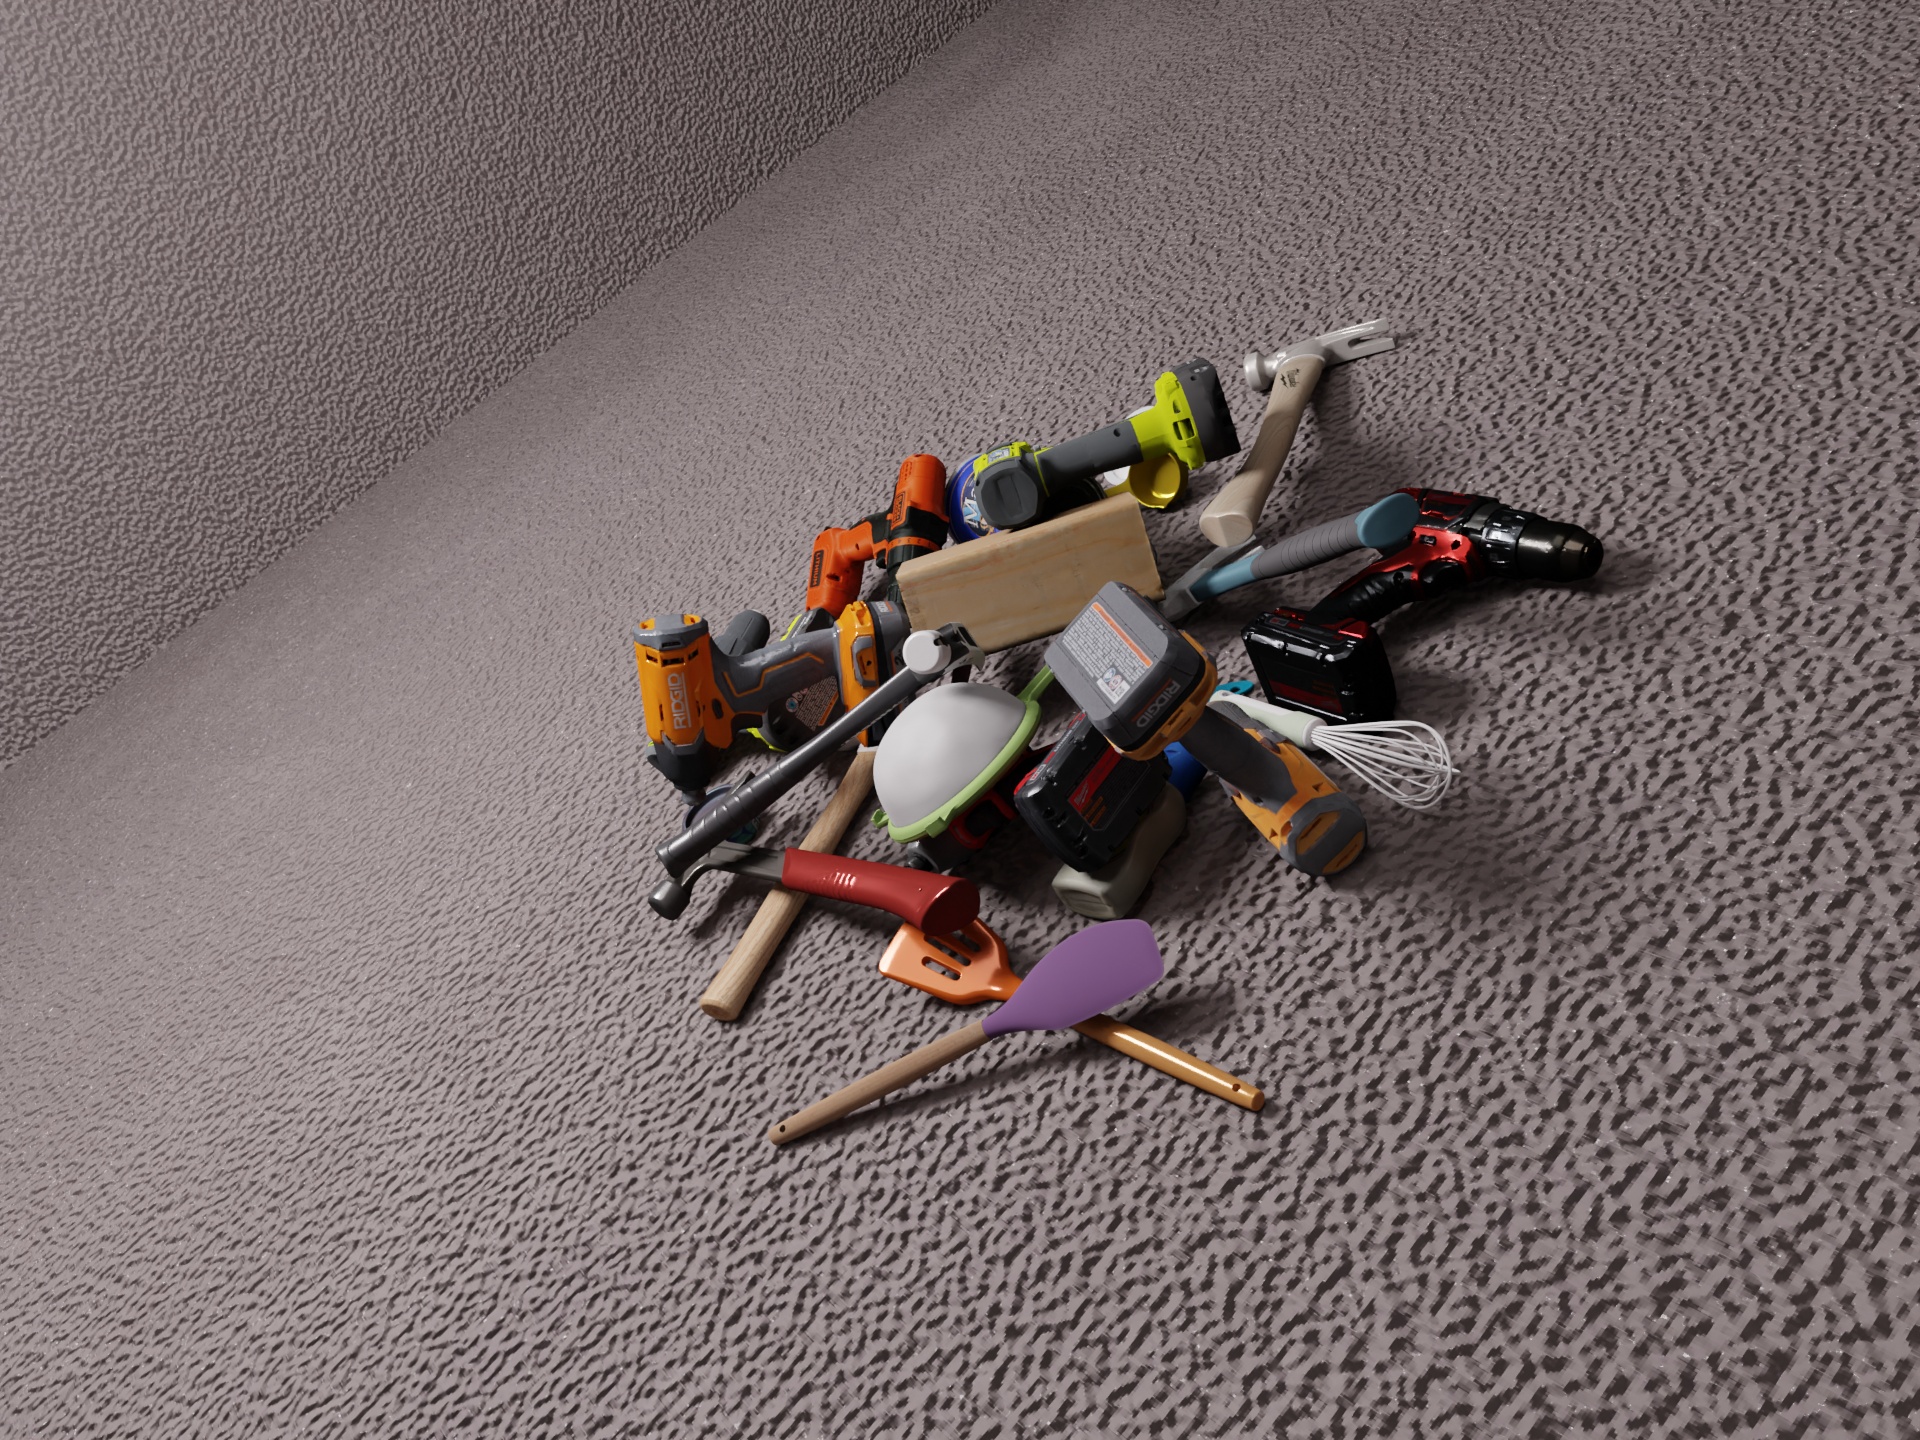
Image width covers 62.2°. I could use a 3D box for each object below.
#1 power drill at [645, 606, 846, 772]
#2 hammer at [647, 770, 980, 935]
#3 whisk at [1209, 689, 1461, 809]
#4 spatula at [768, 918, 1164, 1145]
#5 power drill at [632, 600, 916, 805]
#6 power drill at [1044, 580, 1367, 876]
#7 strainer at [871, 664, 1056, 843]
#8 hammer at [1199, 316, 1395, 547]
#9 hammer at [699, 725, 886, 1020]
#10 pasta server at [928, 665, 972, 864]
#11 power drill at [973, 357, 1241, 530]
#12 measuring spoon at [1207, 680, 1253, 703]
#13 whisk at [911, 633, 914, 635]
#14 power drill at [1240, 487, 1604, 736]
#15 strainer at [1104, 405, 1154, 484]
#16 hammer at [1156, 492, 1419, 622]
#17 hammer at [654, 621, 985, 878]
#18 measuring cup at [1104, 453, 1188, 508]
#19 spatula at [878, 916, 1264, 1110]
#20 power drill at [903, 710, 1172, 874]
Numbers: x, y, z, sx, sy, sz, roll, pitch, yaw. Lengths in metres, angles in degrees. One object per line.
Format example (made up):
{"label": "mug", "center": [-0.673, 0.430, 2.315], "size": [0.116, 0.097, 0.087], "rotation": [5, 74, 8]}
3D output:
{"label": "power drill", "center": [-0.192, -0.038, 1.520], "size": [0.228, 0.080, 0.191], "rotation": [-9, 48, 50]}
{"label": "hammer", "center": [-0.109, 0.114, 1.255], "size": [0.359, 0.036, 0.149], "rotation": [3, 48, 49]}
{"label": "whisk", "center": [0.261, 0.011, 1.144], "size": [0.057, 0.059, 0.246], "rotation": [-3, 14, -30]}
{"label": "spatula", "center": [-0.003, 0.217, 1.074], "size": [0.316, 0.018, 0.060], "rotation": [-31, 52, 18]}
{"label": "power drill", "center": [-0.154, -0.016, 1.351], "size": [0.226, 0.164, 0.084], "rotation": [-7, 18, -9]}
{"label": "power drill", "center": [0.161, -0.001, 1.080], "size": [0.084, 0.226, 0.186], "rotation": [-49, 32, 10]}
{"label": "strainer", "center": [0.019, -0.020, 1.209], "size": [0.256, 0.069, 0.151], "rotation": [-47, 14, -14]}
{"label": "hammer", "center": [0.294, -0.264, 1.429], "size": [0.146, 0.038, 0.411], "rotation": [-11, 27, 28]}
{"label": "hammer", "center": [-0.122, 0.113, 1.342], "size": [0.130, 0.031, 0.331], "rotation": [-4, 42, 37]}
{"label": "pasta server", "center": [-0.002, -0.004, 1.375], "size": [0.060, 0.040, 0.316], "rotation": [-7, 50, 21]}
{"label": "power drill", "center": [0.120, -0.239, 1.386], "size": [0.223, 0.080, 0.171], "rotation": [-19, 17, 7]}
{"label": "measuring spoon", "center": [0.174, -0.003, 1.269], "size": [0.128, 0.021, 0.042], "rotation": [-18, 33, 5]}
{"label": "whisk", "center": [-0.013, -0.076, 1.497], "size": [0.245, 0.051, 0.047], "rotation": [-13, 31, 23]}
{"label": "power drill", "center": [0.343, -0.089, 1.184], "size": [0.227, 0.080, 0.188], "rotation": [-41, 33, -19]}
{"label": "strainer", "center": [0.133, -0.268, 1.633], "size": [0.258, 0.050, 0.087], "rotation": [-2, 67, 47]}
{"label": "hammer", "center": [0.242, -0.122, 1.230], "size": [0.128, 0.033, 0.331], "rotation": [-40, 8, -18]}
{"label": "hammer", "center": [-0.119, 0.028, 1.277], "size": [0.334, 0.035, 0.146], "rotation": [-36, -7, 19]}
{"label": "measuring cup", "center": [0.156, -0.220, 1.554], "size": [0.156, 0.062, 0.029], "rotation": [-21, -3, 40]}
{"label": "spatula", "center": [0.071, 0.192, 1.063], "size": [0.323, 0.041, 0.081], "rotation": [16, 61, 48]}
{"label": "power drill", "center": [0.044, 0.060, 1.195], "size": [0.143, 0.078, 0.220], "rotation": [-49, 18, -27]}
